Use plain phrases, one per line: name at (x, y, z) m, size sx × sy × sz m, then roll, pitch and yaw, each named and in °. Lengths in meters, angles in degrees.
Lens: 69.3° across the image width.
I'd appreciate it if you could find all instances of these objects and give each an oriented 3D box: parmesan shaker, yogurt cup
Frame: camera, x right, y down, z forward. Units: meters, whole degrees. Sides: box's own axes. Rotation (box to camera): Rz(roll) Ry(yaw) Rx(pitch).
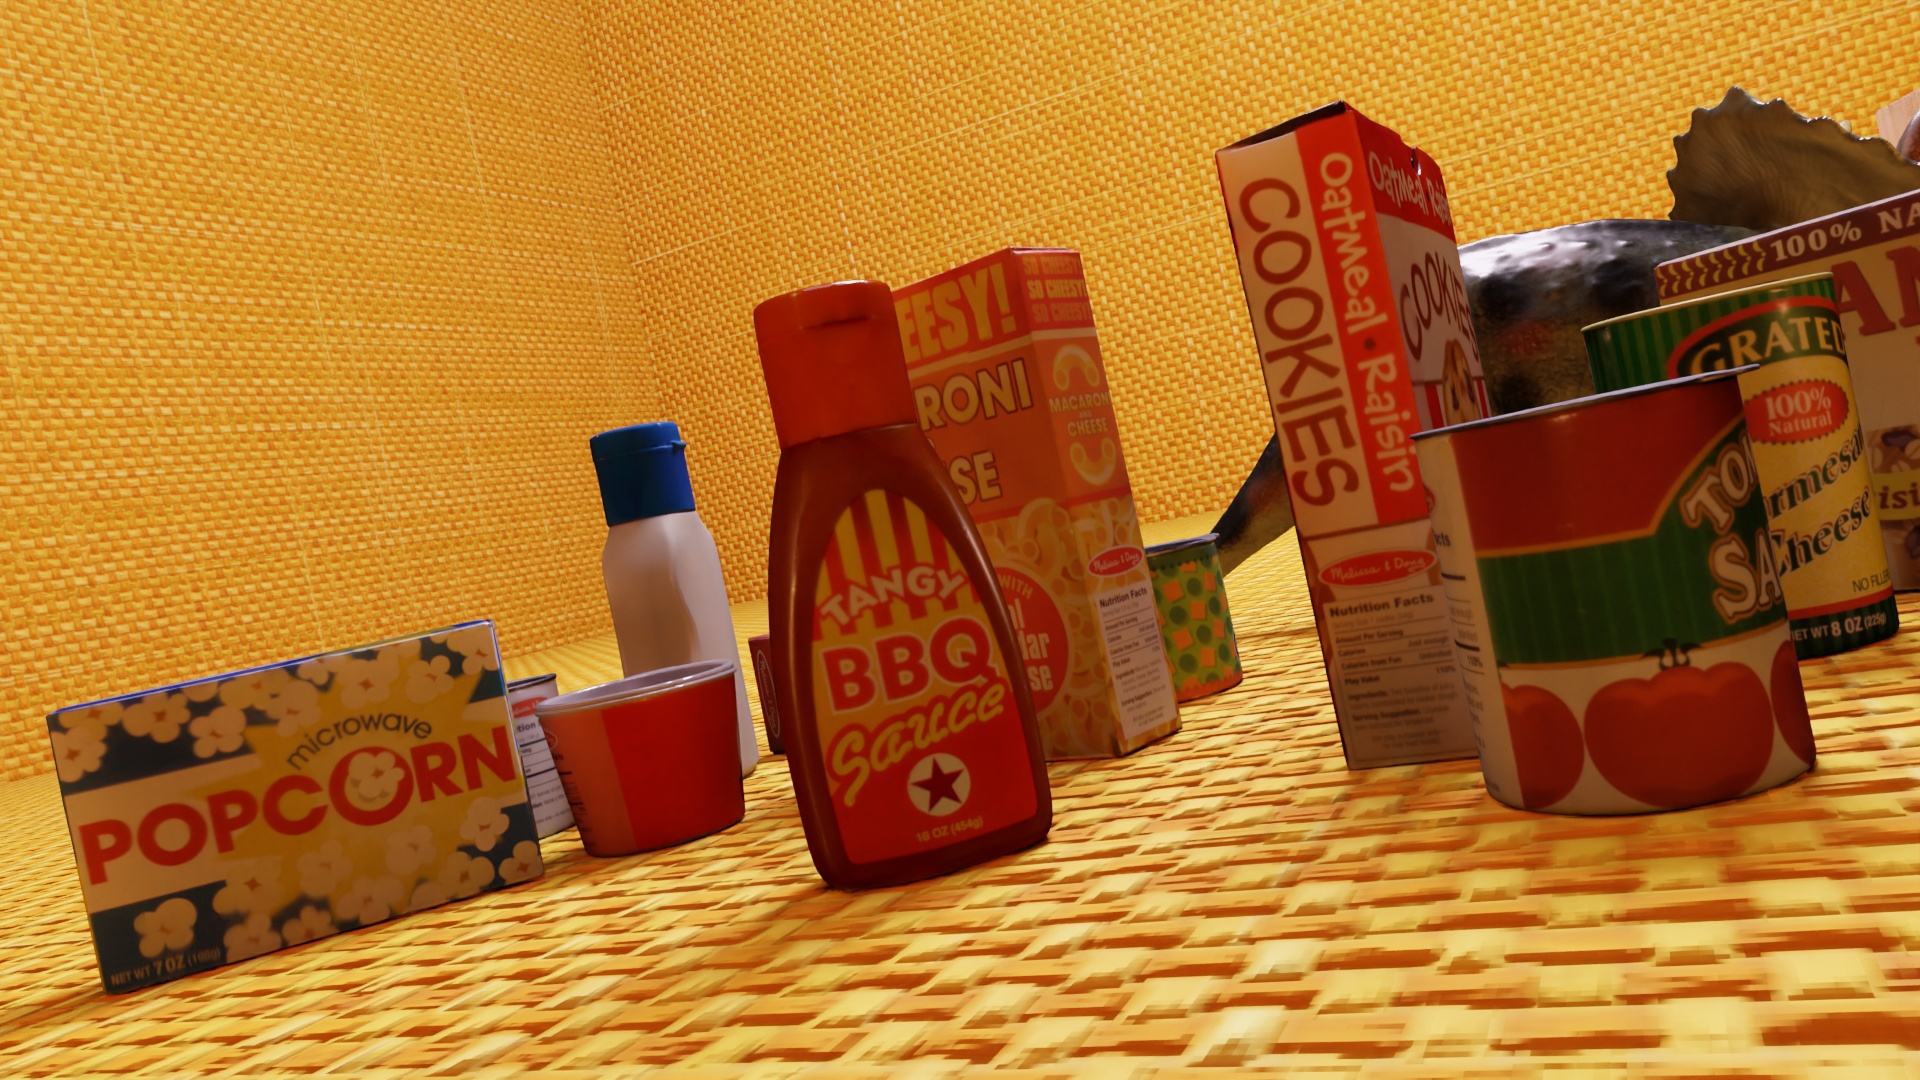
parmesan shaker at (0.230, -0.020, 0.407) m, size 0.071 × 0.103 × 0.071 m, roll -12°, pitch 0°, yaw 0°
yogurt cup at (-0.105, 0.074, 0.473) m, size 0.072 × 0.054 × 0.072 m, roll -12°, pitch 1°, yaw 0°

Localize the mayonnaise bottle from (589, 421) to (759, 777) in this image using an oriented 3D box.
mayonnaise bottle at (-0.118, 0.027, 0.566) m, size 0.041 × 0.148 × 0.065 m, roll -12°, pitch 0°, yaw 11°

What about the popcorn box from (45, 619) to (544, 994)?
popcorn box at (-0.203, 0.079, 0.434) m, size 0.127 × 0.085 × 0.038 m, roll -12°, pitch 0°, yaw -21°

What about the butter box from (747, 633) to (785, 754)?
butter box at (-0.045, 0.059, 0.638) m, size 0.104 × 0.053 × 0.024 m, roll -12°, pitch 0°, yaw -38°

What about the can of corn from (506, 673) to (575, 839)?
can of corn at (-0.186, 0.088, 0.539) m, size 0.071 × 0.058 × 0.071 m, roll -12°, pitch 1°, yaw 0°

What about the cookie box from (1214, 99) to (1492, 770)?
cookie box at (0.128, -0.032, 0.404) m, size 0.040 × 0.167 × 0.123 m, roll -12°, pitch 0°, yaw 29°

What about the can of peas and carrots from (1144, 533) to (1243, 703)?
can of peas and carrots at (0.077, 0.032, 0.554) m, size 0.071 × 0.058 × 0.071 m, roll -12°, pitch 1°, yaw 0°

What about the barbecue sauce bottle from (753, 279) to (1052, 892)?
barbecue sauce bottle at (-0.021, 0.010, 0.358) m, size 0.065 × 0.148 × 0.043 m, roll -12°, pitch 0°, yaw -13°

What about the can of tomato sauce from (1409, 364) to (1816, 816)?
can of tomato sauce at (0.141, 0.010, 0.299) m, size 0.071 × 0.083 × 0.071 m, roll -12°, pitch 0°, yaw 0°

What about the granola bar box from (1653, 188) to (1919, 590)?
granola bar box at (0.314, -0.049, 0.431) m, size 0.039 × 0.124 × 0.165 m, roll -12°, pitch 1°, yaw -32°

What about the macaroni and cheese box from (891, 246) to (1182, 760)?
macaroni and cheese box at (0.002, -0.006, 0.493) m, size 0.123 × 0.166 × 0.040 m, roll -12°, pitch 0°, yaw 42°
